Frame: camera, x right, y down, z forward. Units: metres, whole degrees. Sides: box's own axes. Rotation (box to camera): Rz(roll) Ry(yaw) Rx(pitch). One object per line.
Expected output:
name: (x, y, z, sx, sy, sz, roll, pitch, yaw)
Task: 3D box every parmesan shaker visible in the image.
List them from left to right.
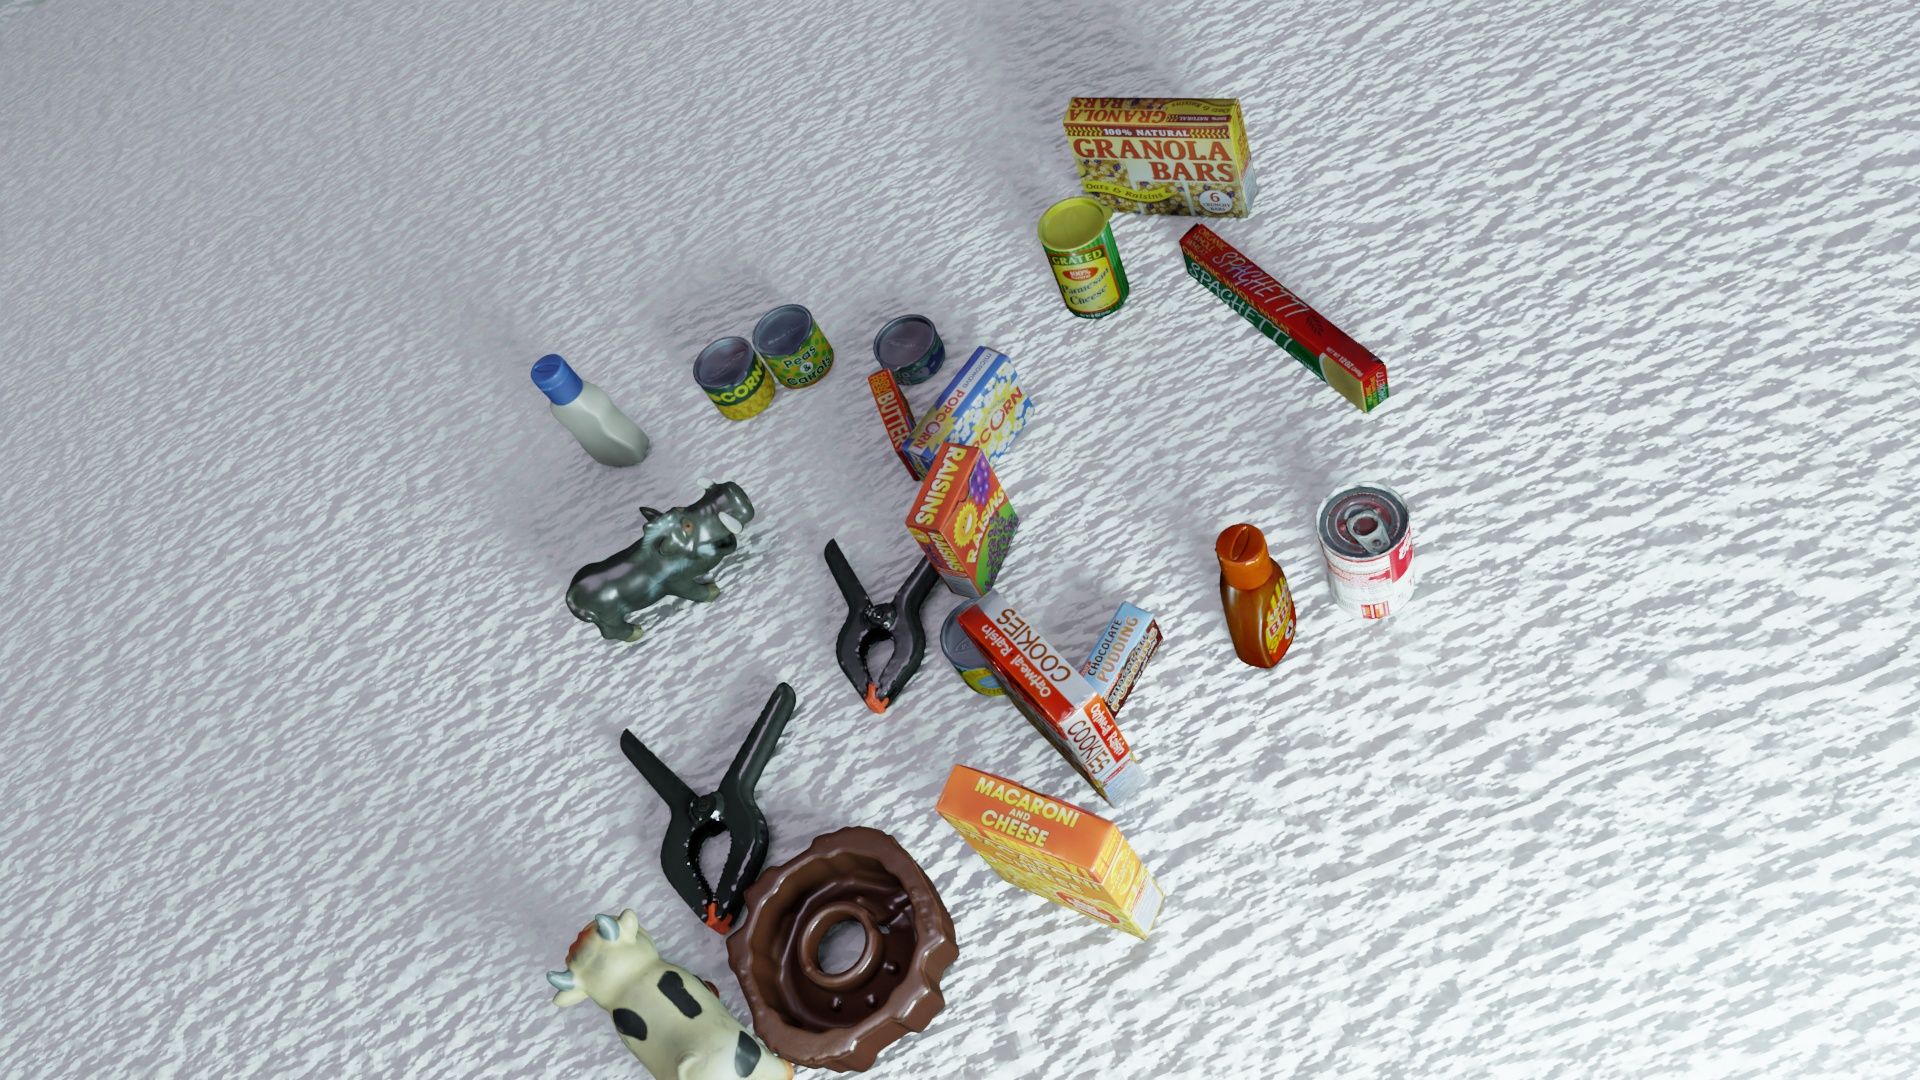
parmesan shaker: (0.121, -0.266, 1.313, 0.071, 0.102, 0.071, -10, 57, 15)

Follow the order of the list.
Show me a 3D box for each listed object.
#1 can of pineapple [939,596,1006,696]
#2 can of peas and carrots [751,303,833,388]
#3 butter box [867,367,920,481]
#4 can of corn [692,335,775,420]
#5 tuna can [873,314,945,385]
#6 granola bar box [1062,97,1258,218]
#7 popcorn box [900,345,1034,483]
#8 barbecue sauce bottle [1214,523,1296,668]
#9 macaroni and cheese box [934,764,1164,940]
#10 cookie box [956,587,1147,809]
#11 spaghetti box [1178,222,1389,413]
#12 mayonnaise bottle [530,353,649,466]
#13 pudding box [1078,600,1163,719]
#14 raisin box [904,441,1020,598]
can of pineapple: (0.023, 0.090, 1.152, 0.071, 0.057, 0.071, -10, 56, 15)
can of peas and carrots: (-0.168, -0.194, 1.405, 0.071, 0.058, 0.071, -10, 56, 15)
butter box: (-0.056, -0.110, 1.313, 0.024, 0.053, 0.104, -25, 54, 5)
can of corn: (-0.227, -0.162, 1.408, 0.071, 0.058, 0.071, -10, 56, 15)
tuna can: (-0.051, -0.186, 1.372, 0.071, 0.032, 0.071, -10, 56, 15)
granola bar box: (0.193, -0.368, 1.337, 0.165, 0.123, 0.039, 9, 63, 26)
popcorn box: (0.009, -0.102, 1.263, 0.038, 0.085, 0.127, 27, 72, 32)
barbecue sauce bottle: (0.222, 0.039, 1.052, 0.044, 0.148, 0.065, 15, 66, 28)
macaroni and cheese box: (0.066, 0.221, 0.985, 0.124, 0.166, 0.040, 16, 66, 29)
cookie box: (0.070, 0.122, 1.046, 0.040, 0.167, 0.123, -41, 54, -7)
spaghetti box: (0.285, -0.203, 1.243, 0.029, 0.050, 0.251, -38, 54, -4)
mayonnaise bottle: (-0.372, -0.128, 1.386, 0.065, 0.147, 0.041, 0, 60, 21)
pudding box: (0.127, 0.096, 1.114, 0.030, 0.049, 0.084, 24, 70, 31)
raisin box: (0.004, -0.015, 1.186, 0.040, 0.123, 0.086, 13, 65, 28)
